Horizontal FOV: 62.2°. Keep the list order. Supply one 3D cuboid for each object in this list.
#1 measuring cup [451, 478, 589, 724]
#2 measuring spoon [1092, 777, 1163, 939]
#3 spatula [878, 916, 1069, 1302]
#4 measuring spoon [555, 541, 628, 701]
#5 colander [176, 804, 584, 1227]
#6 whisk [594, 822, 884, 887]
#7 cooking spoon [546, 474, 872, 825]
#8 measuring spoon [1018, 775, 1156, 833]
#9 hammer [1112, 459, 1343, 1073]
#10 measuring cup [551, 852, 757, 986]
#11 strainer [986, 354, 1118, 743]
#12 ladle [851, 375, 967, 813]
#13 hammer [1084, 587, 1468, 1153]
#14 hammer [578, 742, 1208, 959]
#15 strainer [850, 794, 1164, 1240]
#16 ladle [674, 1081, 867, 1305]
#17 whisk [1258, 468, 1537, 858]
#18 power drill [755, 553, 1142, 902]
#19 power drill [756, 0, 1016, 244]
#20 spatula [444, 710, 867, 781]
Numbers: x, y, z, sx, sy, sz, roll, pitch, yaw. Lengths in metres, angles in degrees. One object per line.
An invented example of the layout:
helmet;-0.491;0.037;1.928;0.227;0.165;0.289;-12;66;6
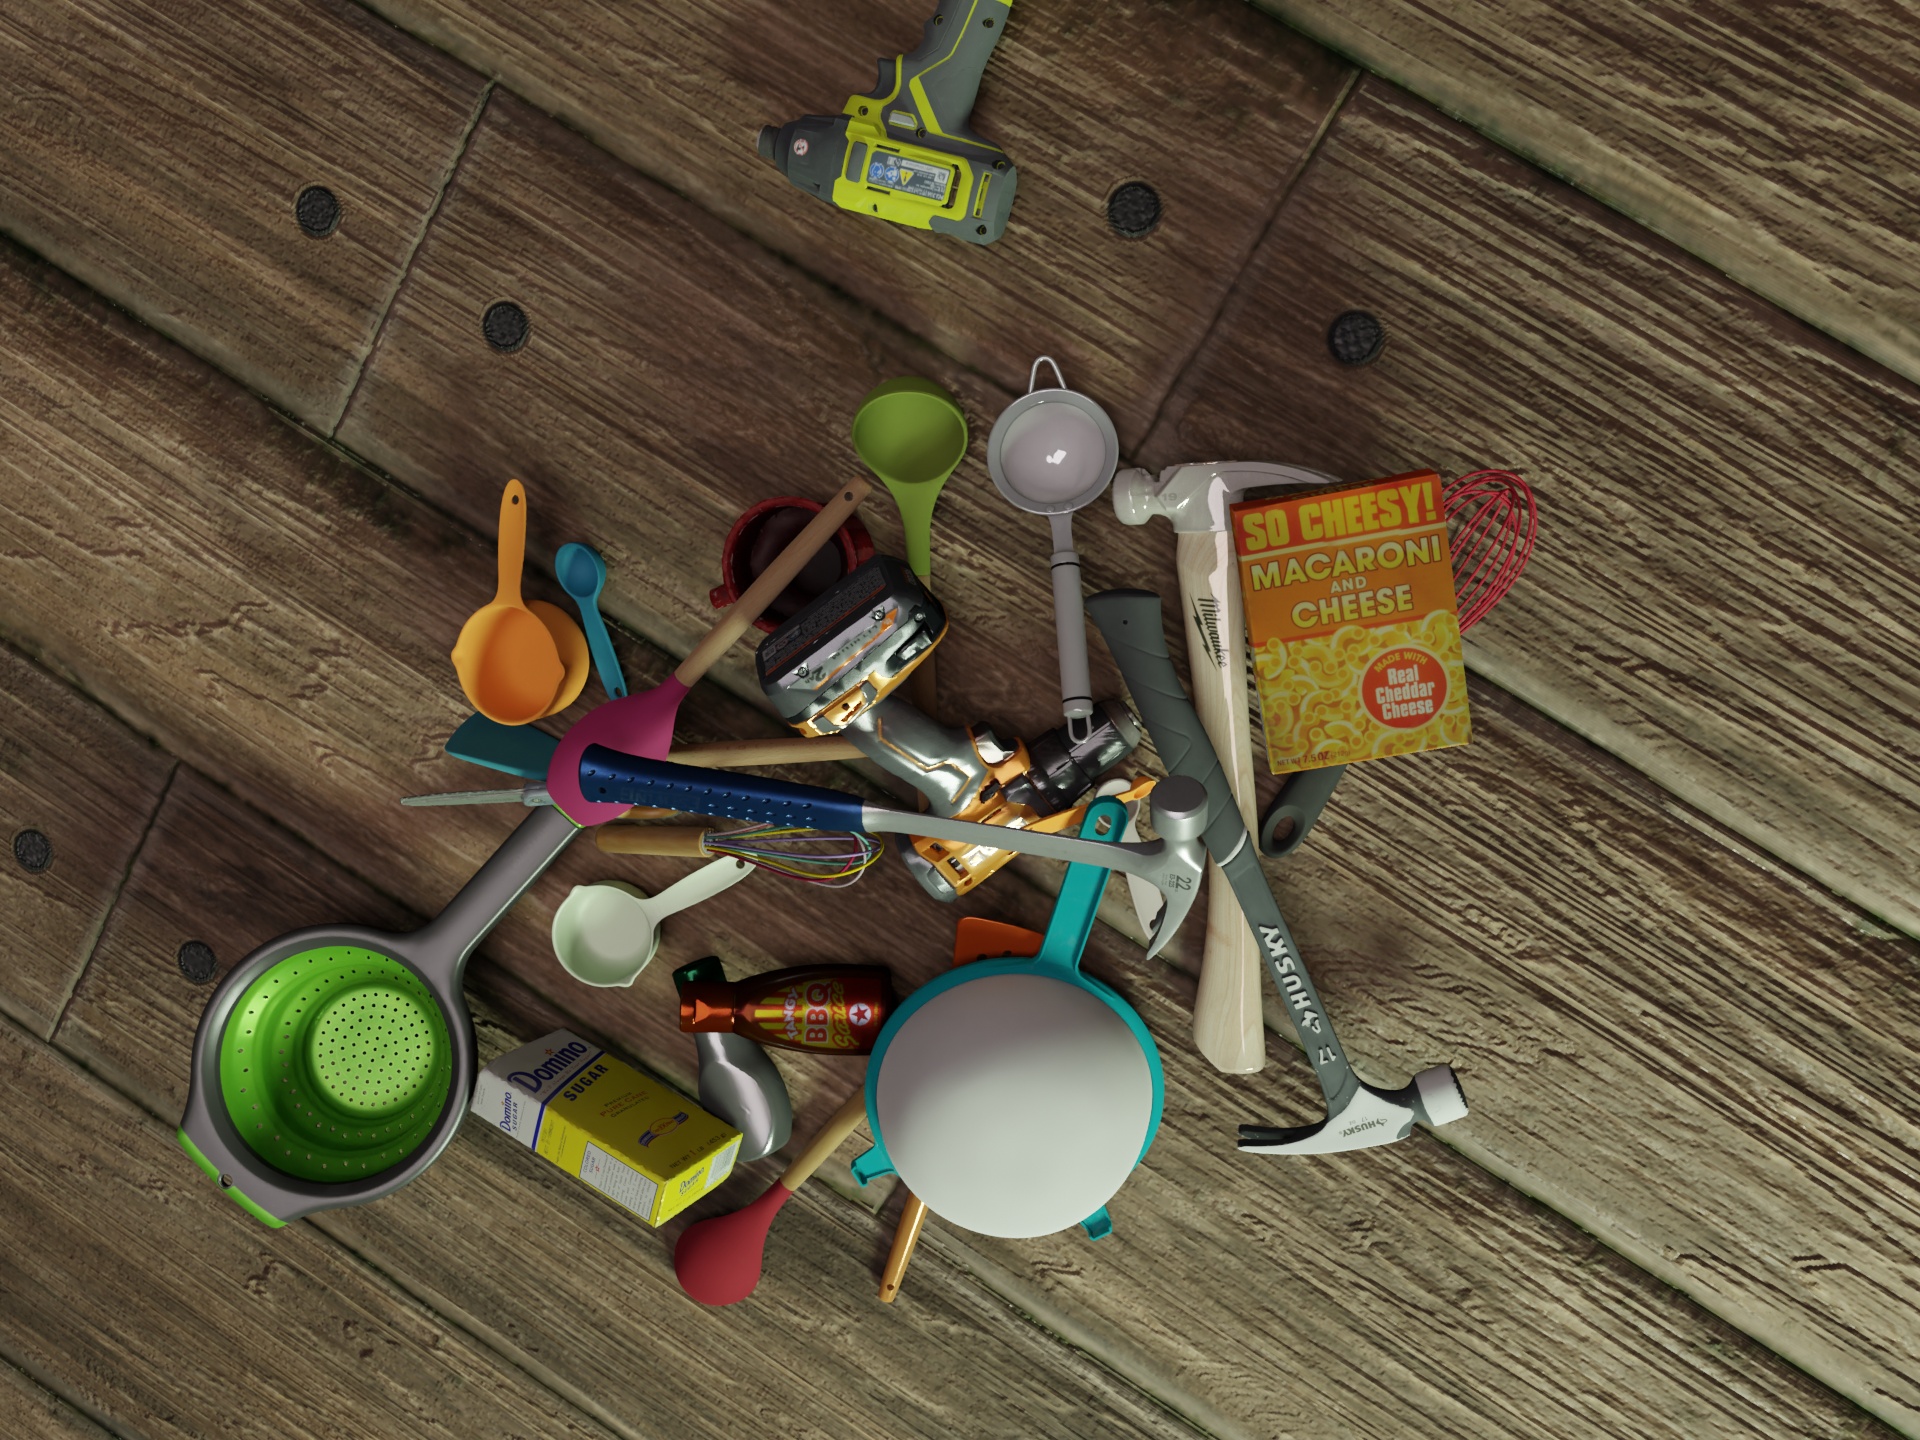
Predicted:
measuring cup;-0.308;-0.085;1.139;0.095;0.052;0.173;8;100;19
measuring spoon;0.119;0.098;1.104;0.034;0.018;0.124;-21;101;-17
spatula;-0.008;0.285;1.145;0.081;0.041;0.322;17;104;-5
measuring spoon;-0.259;-0.069;1.156;0.042;0.021;0.128;-5;108;34
colander;-0.400;0.192;1.197;0.204;0.094;0.397;42;86;3
whisk;-0.161;0.087;1.115;0.245;0.051;0.047;0;63;29
cooking spoon;-0.168;-0.045;1.052;0.069;0.017;0.319;45;107;0
measuring spoon;0.081;0.058;1.063;0.117;0.021;0.011;-18;58;-24
hammer;0.185;0.035;1.050;0.146;0.038;0.410;1;101;30
measuring cup;-0.219;0.134;1.170;0.167;0.038;0.083;-28;93;6
strainer;0.066;-0.110;1.036;0.087;0.050;0.259;-6;75;7
ladle;-0.029;-0.072;1.086;0.078;0.062;0.320;-1;101;6
hammer;0.178;0.100;1.023;0.149;0.036;0.409;-24;99;16
hammer;-0.048;0.066;1.003;0.405;0.035;0.143;8;137;14
strainer;0.055;0.217;1.061;0.211;0.095;0.340;15;109;-5
ladle;-0.111;0.327;1.182;0.069;0.031;0.315;41;103;2
whisk;0.275;-0.030;1.031;0.073;0.073;0.295;31;110;5
power drill;-0.002;-0.003;1.045;0.185;0.084;0.226;-36;119;7
power drill;-0.031;-0.437;1.019;0.171;0.080;0.223;17;105;8
spatula;-0.203;0.016;1.139;0.317;0.082;0.044;-3;112;7
